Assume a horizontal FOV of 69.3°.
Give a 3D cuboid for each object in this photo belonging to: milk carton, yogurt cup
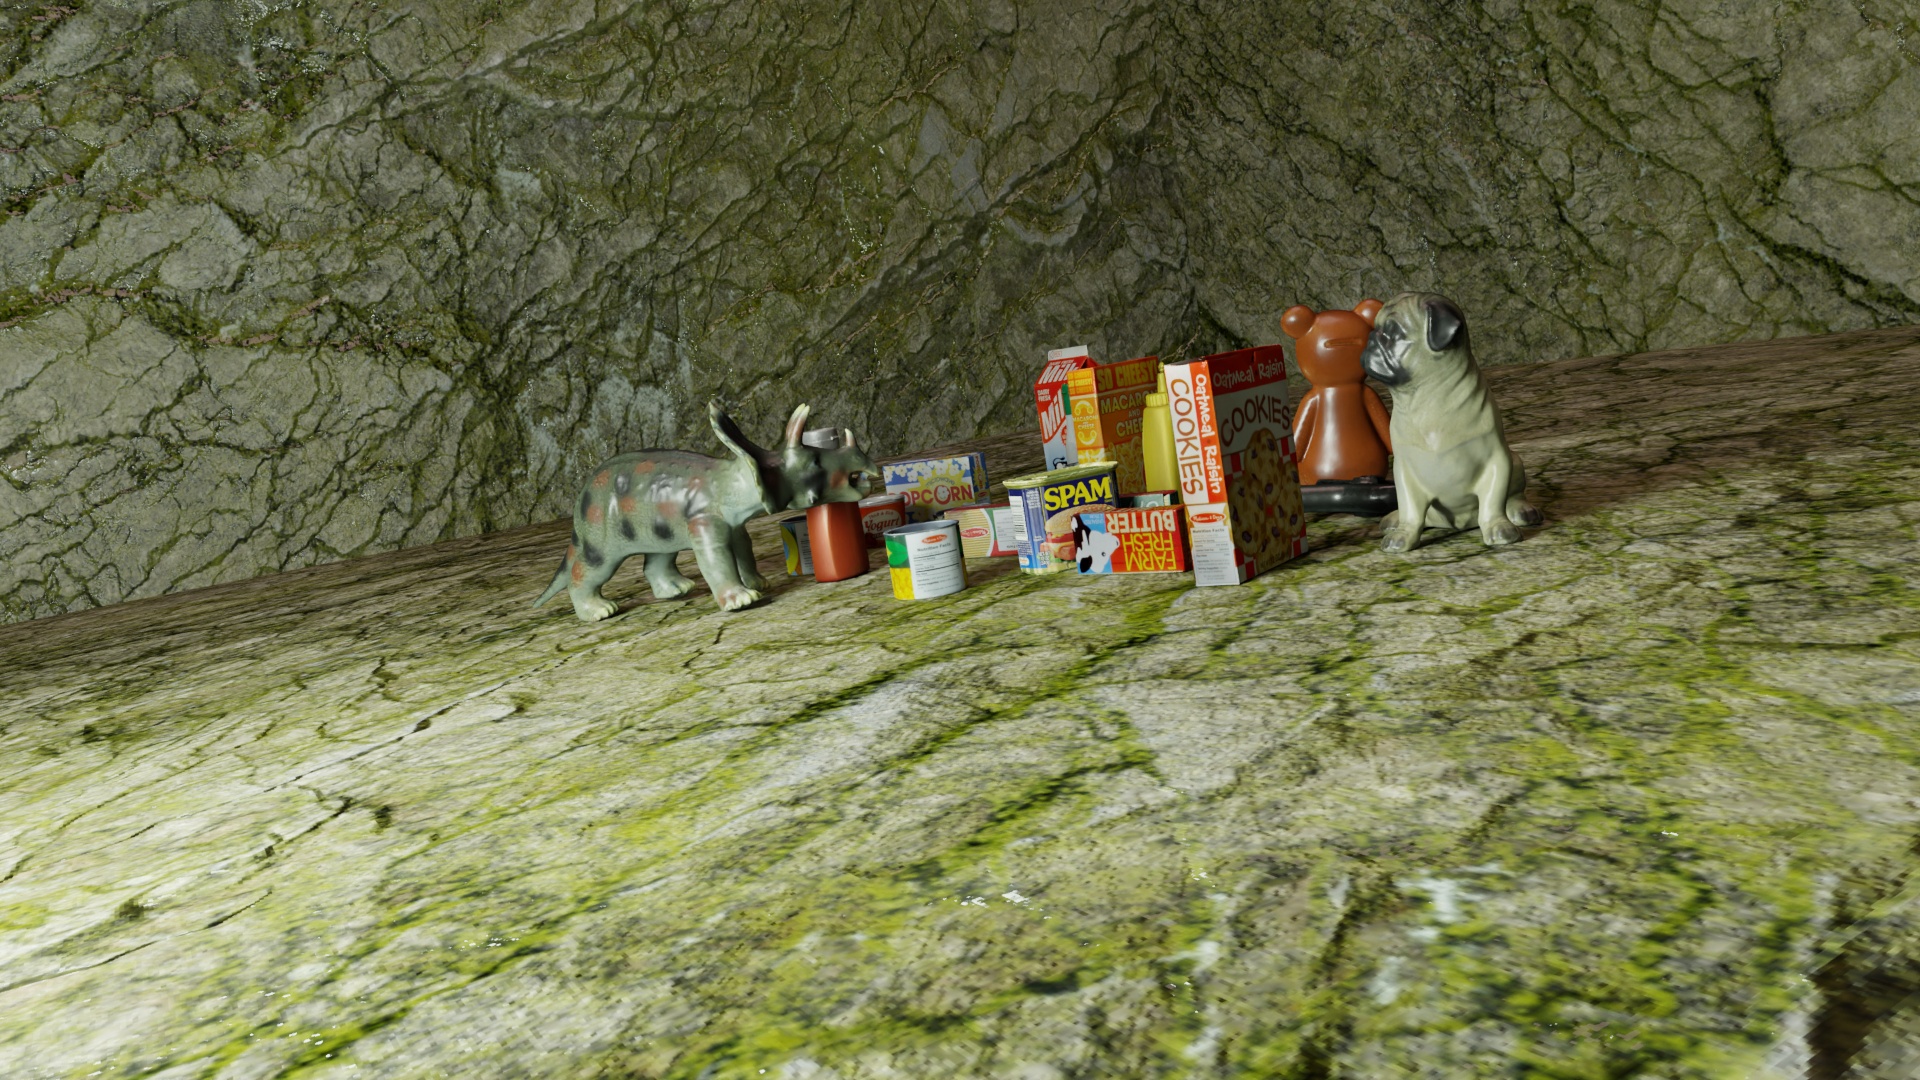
[{"bbox_3d":[0.152,-0.153,1.788,0.074,0.190,0.072,-15,9,-41],"label":"milk carton"},{"bbox_3d":[-0.094,-0.022,1.603,0.072,0.054,0.072,-9,7,1],"label":"yogurt cup"}]

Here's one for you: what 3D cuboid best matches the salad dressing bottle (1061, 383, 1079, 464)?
[{"bbox_3d":[0.152,-0.121,1.701,0.044,0.147,0.064,-12,7,-23],"label":"salad dressing bottle"}]

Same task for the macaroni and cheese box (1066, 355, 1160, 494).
[{"bbox_3d":[0.174,-0.108,1.491,0.040,0.166,0.124,-3,9,43],"label":"macaroni and cheese box"}]

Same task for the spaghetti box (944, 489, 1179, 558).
[{"bbox_3d":[0.095,-0.014,1.313,0.250,0.050,0.029,-4,8,36],"label":"spaghetti box"}]

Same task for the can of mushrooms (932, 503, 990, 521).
[{"bbox_3d":[0.005,-0.019,1.539,0.071,0.033,0.071,-9,7,1],"label":"can of mushrooms"}]

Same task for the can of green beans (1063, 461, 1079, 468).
[{"bbox_3d":[0.155,-0.062,1.595,0.071,0.057,0.071,-9,7,1],"label":"can of green beans"}]

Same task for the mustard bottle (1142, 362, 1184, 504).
[{"bbox_3d":[0.217,-0.103,1.426,0.065,0.160,0.049,-14,8,-37],"label":"mustard bottle"}]

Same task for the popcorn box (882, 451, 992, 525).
[{"bbox_3d":[-0.028,-0.057,1.675,0.126,0.085,0.038,-5,8,32],"label":"popcorn box"}]

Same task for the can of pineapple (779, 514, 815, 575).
[{"bbox_3d":[-0.155,0.002,1.472,0.071,0.057,0.071,-9,7,1],"label":"can of pineapple"}]

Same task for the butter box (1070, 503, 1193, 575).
[{"bbox_3d":[0.140,0.000,1.130,0.103,0.053,0.024,-3,9,40],"label":"butter box"}]

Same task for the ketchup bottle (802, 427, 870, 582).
[{"bbox_3d":[-0.127,-0.036,1.371,0.043,0.148,0.065,-5,7,31],"label":"ketchup bottle"}]

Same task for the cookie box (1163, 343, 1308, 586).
[{"bbox_3d":[0.212,-0.060,1.052,0.040,0.167,0.123,-4,8,39],"label":"cookie box"}]

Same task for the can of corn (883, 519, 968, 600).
[{"bbox_3d":[-0.030,0.016,1.197,0.071,0.058,0.071,-9,7,1],"label":"can of corn"}]
